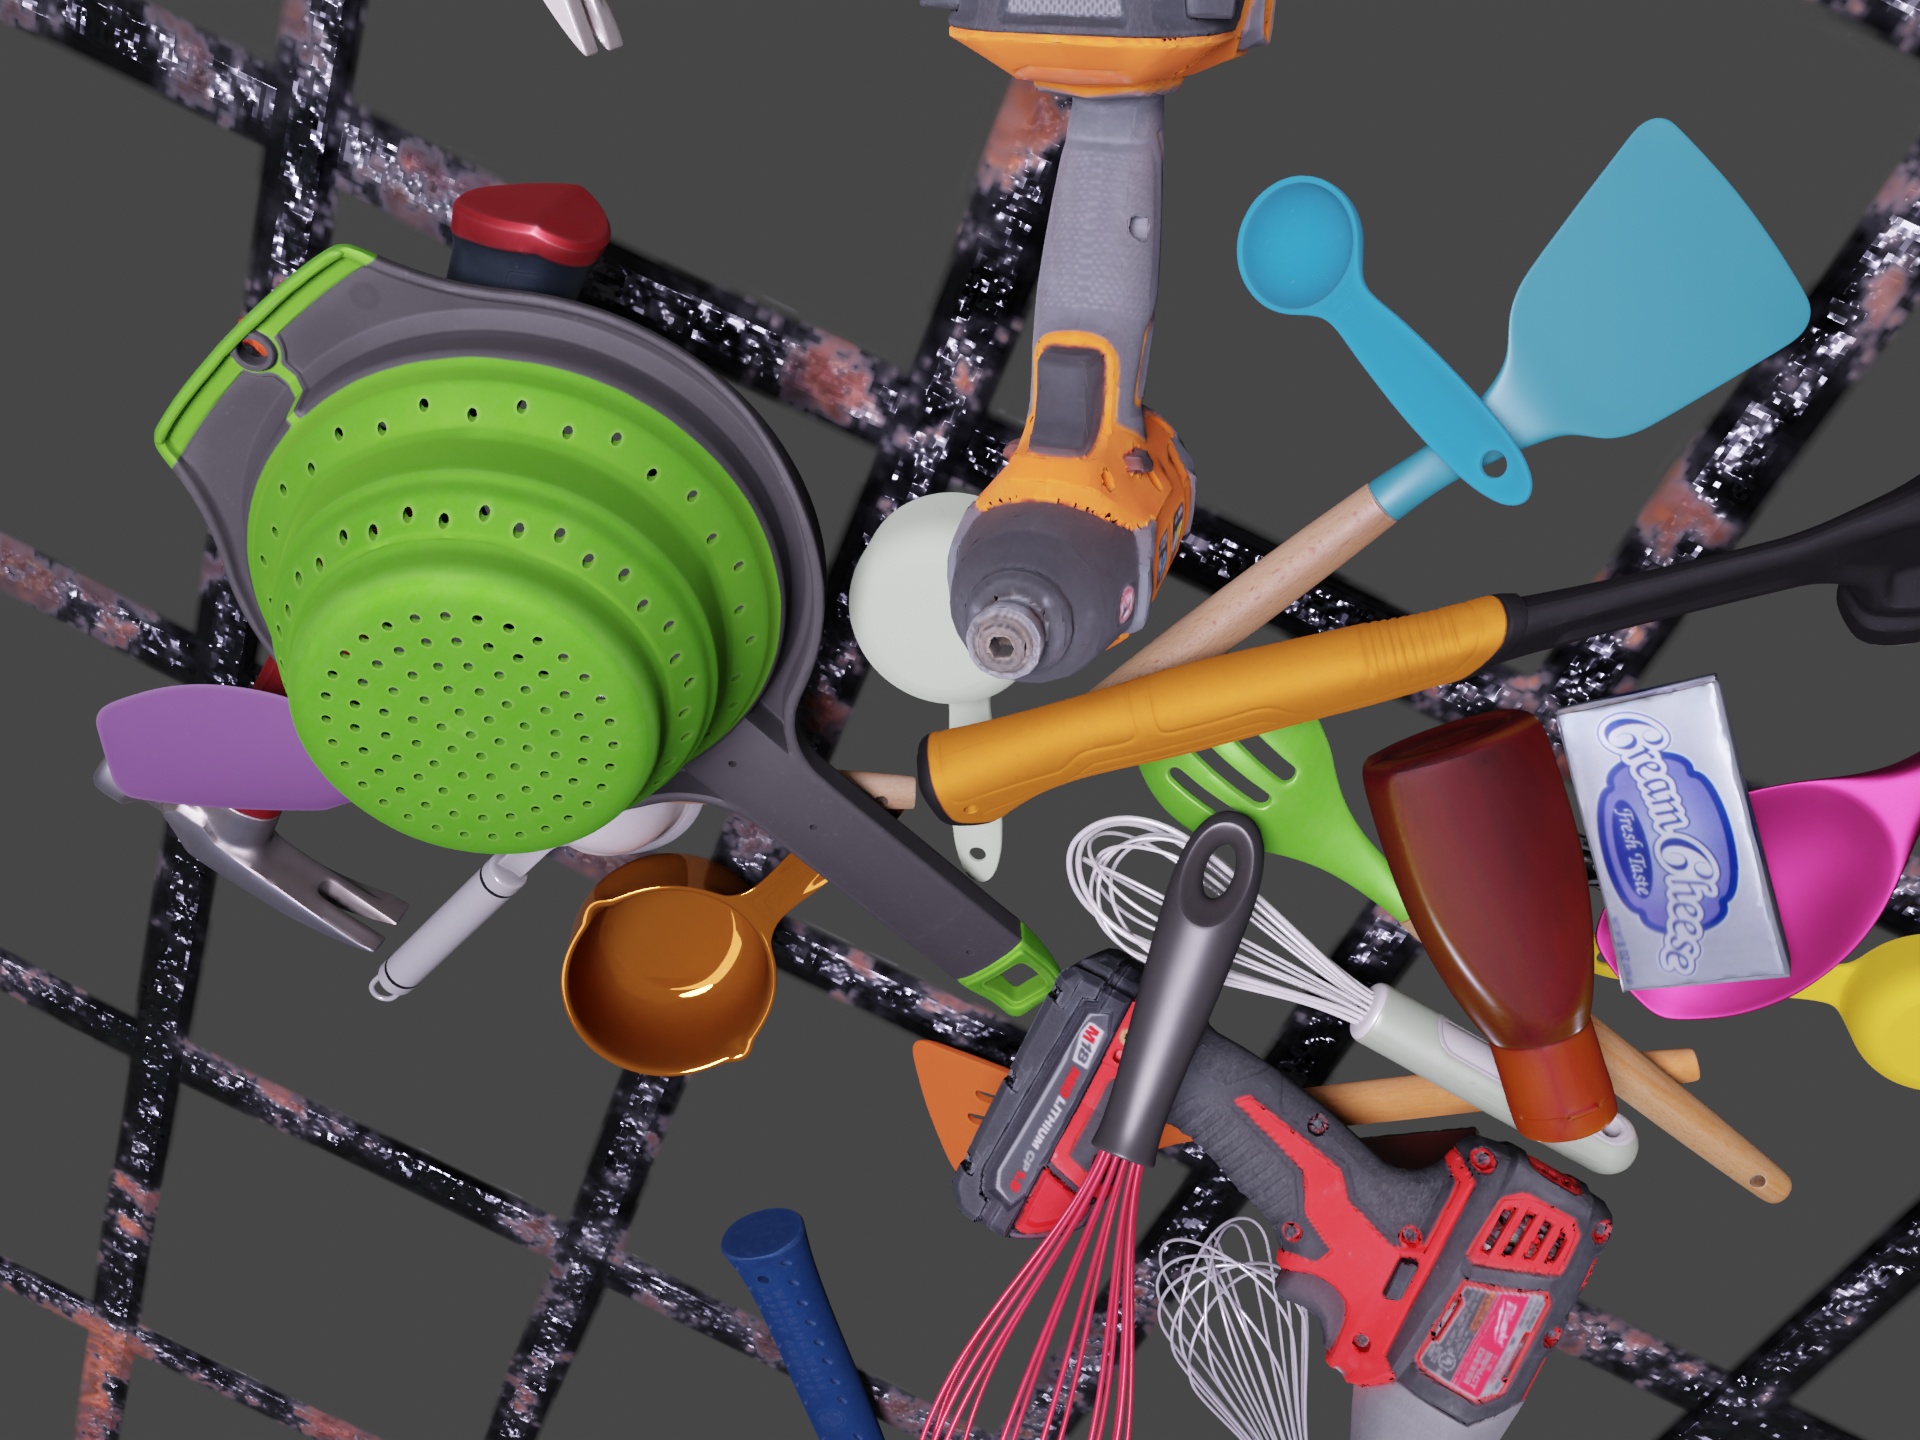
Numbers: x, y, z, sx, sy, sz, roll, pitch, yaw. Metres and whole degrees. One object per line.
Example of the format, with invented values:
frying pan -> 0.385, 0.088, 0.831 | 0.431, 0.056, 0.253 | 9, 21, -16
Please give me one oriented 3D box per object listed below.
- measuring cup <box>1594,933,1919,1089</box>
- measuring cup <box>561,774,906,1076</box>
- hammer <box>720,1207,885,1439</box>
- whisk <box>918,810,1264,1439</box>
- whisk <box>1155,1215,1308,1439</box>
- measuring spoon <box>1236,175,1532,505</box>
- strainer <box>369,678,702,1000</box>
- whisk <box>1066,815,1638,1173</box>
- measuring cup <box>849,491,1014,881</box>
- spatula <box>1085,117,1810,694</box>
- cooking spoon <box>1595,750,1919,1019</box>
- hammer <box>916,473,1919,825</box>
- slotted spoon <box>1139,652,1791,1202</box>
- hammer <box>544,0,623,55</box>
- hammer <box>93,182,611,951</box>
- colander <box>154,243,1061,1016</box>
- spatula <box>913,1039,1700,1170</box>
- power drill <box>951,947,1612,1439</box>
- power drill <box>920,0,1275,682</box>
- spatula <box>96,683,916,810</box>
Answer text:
measuring cup -> 0.306, 0.102, 0.586 | 0.156, 0.029, 0.062 | 7, 119, 9
measuring cup -> -0.091, 0.073, 0.673 | 0.173, 0.052, 0.095 | -40, 109, 3
hammer -> -0.034, 0.424, 0.846 | 0.144, 0.035, 0.405 | -9, 115, 19
whisk -> 0.051, 0.172, 0.559 | 0.073, 0.073, 0.296 | 19, 83, 4
whisk -> 0.152, 0.340, 0.745 | 0.070, 0.070, 0.284 | -11, 119, 20
measuring spoon -> 0.136, -0.117, 0.495 | 0.129, 0.021, 0.042 | 54, 129, 14
strainer -> -0.195, 0.066, 0.697 | 0.086, 0.050, 0.258 | 36, 125, -22
whisk -> 0.150, 0.107, 0.610 | 0.246, 0.058, 0.059 | 29, 128, 0
measuring cup -> -0.001, -0.002, 0.607 | 0.083, 0.038, 0.167 | 2, 117, 14
spatula -> 0.124, -0.061, 0.540 | 0.317, 0.044, 0.082 | -38, 102, 29
cooking spoon -> 0.346, -0.004, 0.511 | 0.319, 0.017, 0.069 | -43, 75, 24
hammer -> 0.141, -0.023, 0.508 | 0.337, 0.034, 0.127 | -15, 152, 17
slotted spoon -> 0.192, 0.085, 0.598 | 0.313, 0.031, 0.070 | 38, 116, -4
hammer -> 0.044, -0.302, 0.437 | 0.410, 0.038, 0.146 | -6, 117, 17
hammer -> -0.217, -0.042, 0.609 | 0.143, 0.038, 0.386 | 37, 129, -12
colander -> -0.094, 0.023, 0.550 | 0.204, 0.095, 0.396 | -34, 122, 23
spatula -> 0.135, 0.158, 0.668 | 0.322, 0.041, 0.081 | -10, 113, 15
power drill -> 0.116, 0.192, 0.608 | 0.220, 0.078, 0.143 | 27, 91, 14
power drill -> 0.035, -0.125, 0.461 | 0.084, 0.164, 0.226 | 8, 117, 13
spatula -> -0.175, 0.018, 0.621 | 0.316, 0.018, 0.059 | 4, 124, -3
